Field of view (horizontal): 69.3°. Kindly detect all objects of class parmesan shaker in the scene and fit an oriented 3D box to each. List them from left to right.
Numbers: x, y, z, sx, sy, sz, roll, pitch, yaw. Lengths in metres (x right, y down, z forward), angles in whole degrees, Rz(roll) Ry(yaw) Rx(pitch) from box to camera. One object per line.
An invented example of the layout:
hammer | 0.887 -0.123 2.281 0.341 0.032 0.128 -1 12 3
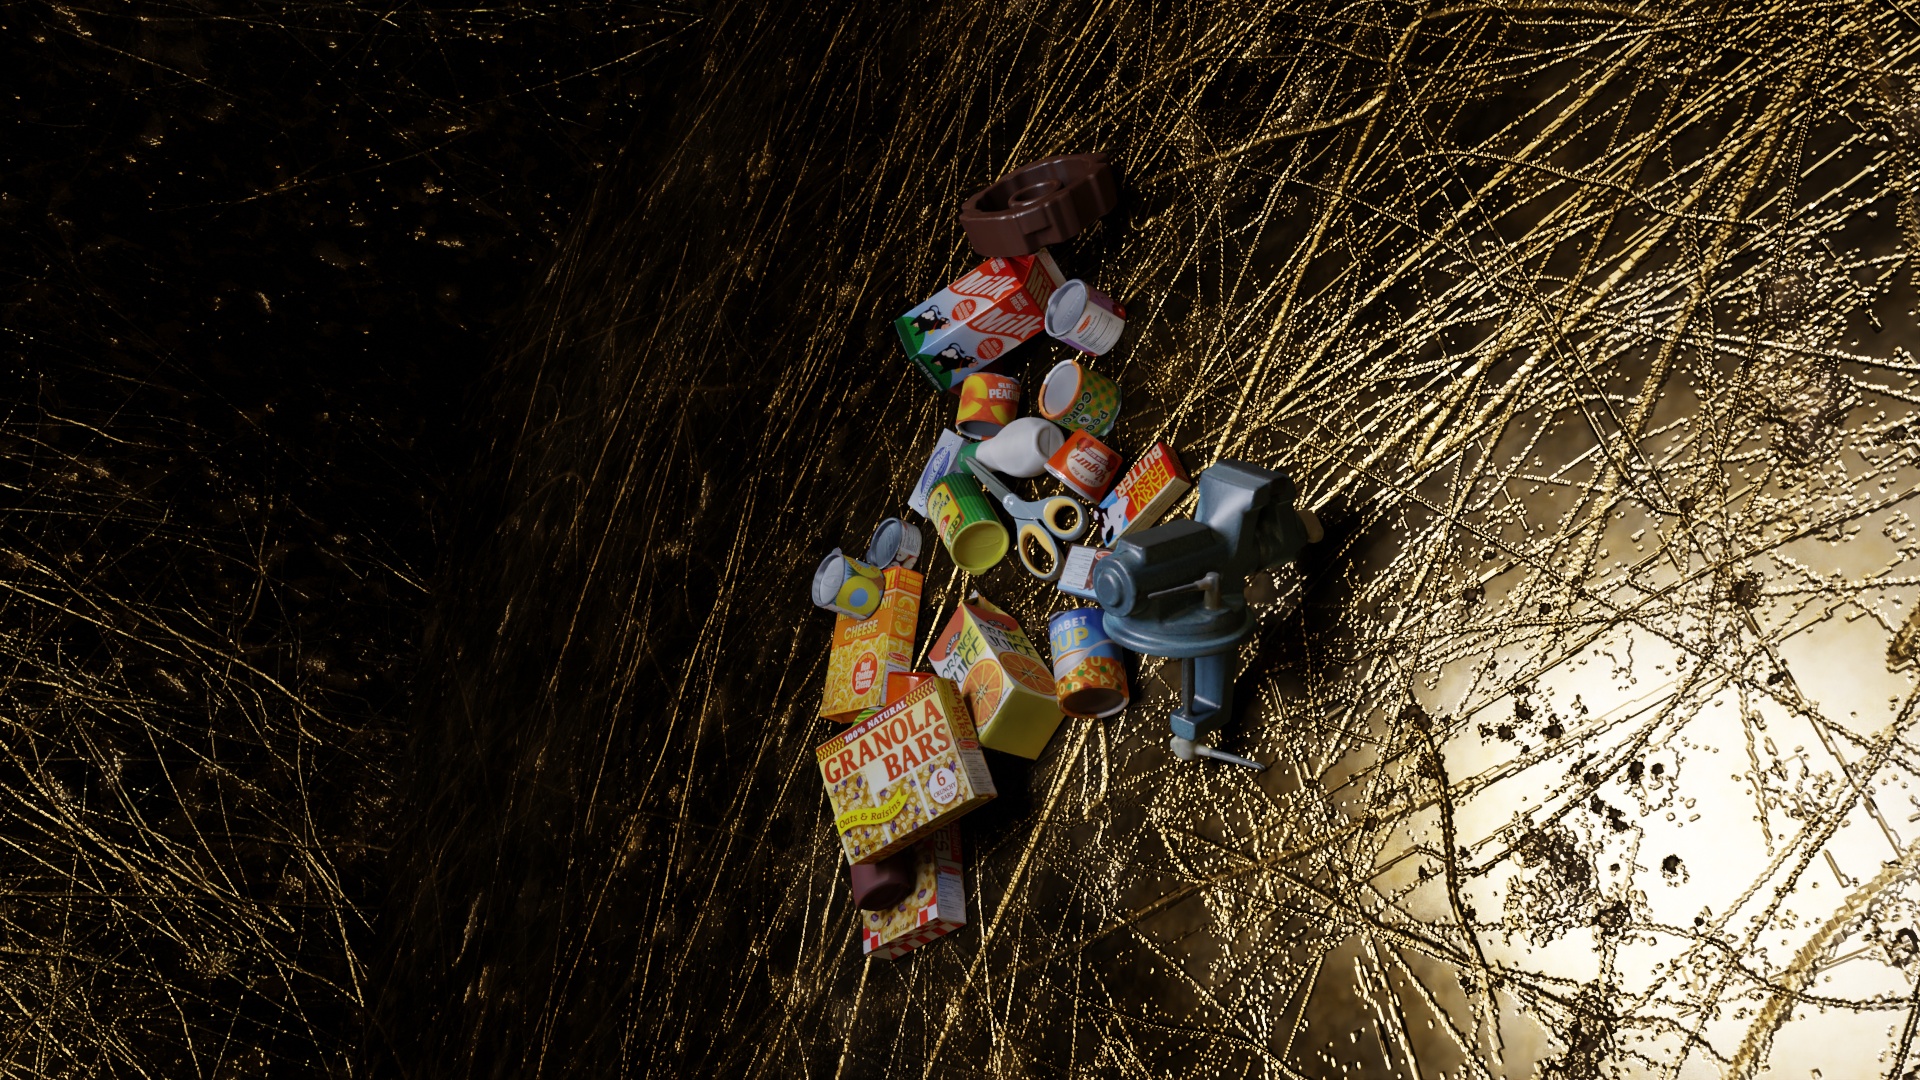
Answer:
parmesan shaker | 0.005 -0.019 1.525 0.071 0.071 0.103 -55 34 19

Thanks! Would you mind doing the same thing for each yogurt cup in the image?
yogurt cup | 0.125 -0.076 1.387 0.054 0.072 0.072 -54 34 6

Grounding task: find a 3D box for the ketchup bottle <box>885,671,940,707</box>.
ketchup bottle | -0.051 0.207 1.389 0.064 0.043 0.149 -1 83 53

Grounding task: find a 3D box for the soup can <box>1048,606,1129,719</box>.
soup can | 0.116 0.112 1.278 0.071 0.071 0.084 -38 43 38

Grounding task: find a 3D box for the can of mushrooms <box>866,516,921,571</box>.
can of mushrooms | -0.079 0.009 1.660 0.070 0.033 0.071 -32 48 42

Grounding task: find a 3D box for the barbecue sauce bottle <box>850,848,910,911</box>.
barbecue sauce bottle | -0.088 0.297 1.412 0.064 0.043 0.149 -44 39 30

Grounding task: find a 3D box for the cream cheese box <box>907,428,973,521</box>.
cream cheese box | -0.022 -0.076 1.636 0.103 0.024 0.053 -63 31 6

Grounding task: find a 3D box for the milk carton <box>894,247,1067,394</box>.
milk carton | 0.029 -0.256 1.565 0.190 0.072 0.074 -31 47 10

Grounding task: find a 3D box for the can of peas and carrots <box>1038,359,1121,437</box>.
can of peas and carrots | 0.123 -0.144 1.434 0.070 0.059 0.071 -33 46 43

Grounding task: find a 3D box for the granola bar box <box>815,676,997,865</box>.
granola bar box | -0.056 0.222 1.331 0.165 0.039 0.124 -34 62 27

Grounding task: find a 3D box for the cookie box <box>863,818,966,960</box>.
cookie box | -0.051 0.326 1.420 0.122 0.040 0.168 -38 43 38

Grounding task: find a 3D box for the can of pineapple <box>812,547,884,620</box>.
can of pineapple | -0.129 0.052 1.605 0.070 0.058 0.071 -32 47 42

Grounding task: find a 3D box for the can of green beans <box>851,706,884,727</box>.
can of green beans | -0.078 0.214 1.503 0.057 0.071 0.071 -4 68 55

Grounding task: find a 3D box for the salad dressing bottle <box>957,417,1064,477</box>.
salad dressing bottle | 0.052 -0.097 1.524 0.147 0.044 0.064 -8 78 55

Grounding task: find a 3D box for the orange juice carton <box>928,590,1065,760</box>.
orange juice carton | 0.030 0.128 1.392 0.071 0.073 0.193 -59 33 18

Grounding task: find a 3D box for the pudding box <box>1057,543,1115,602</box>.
pudding box | 0.133 0.034 1.338 0.083 0.030 0.049 10 78 57

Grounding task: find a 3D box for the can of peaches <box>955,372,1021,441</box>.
can of peaches | 0.033 -0.150 1.563 0.071 0.071 0.058 -12 62 52

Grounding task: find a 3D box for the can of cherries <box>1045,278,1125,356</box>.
can of cherries | 0.132 -0.238 1.478 0.071 0.058 0.072 -33 47 43

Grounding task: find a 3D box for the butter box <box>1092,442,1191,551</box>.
butter box | 0.173 -0.040 1.331 0.103 0.024 0.053 -49 38 28

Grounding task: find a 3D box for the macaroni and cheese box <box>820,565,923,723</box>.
macaroni and cheese box | -0.103 0.123 1.620 0.123 0.040 0.167 -18 57 50
